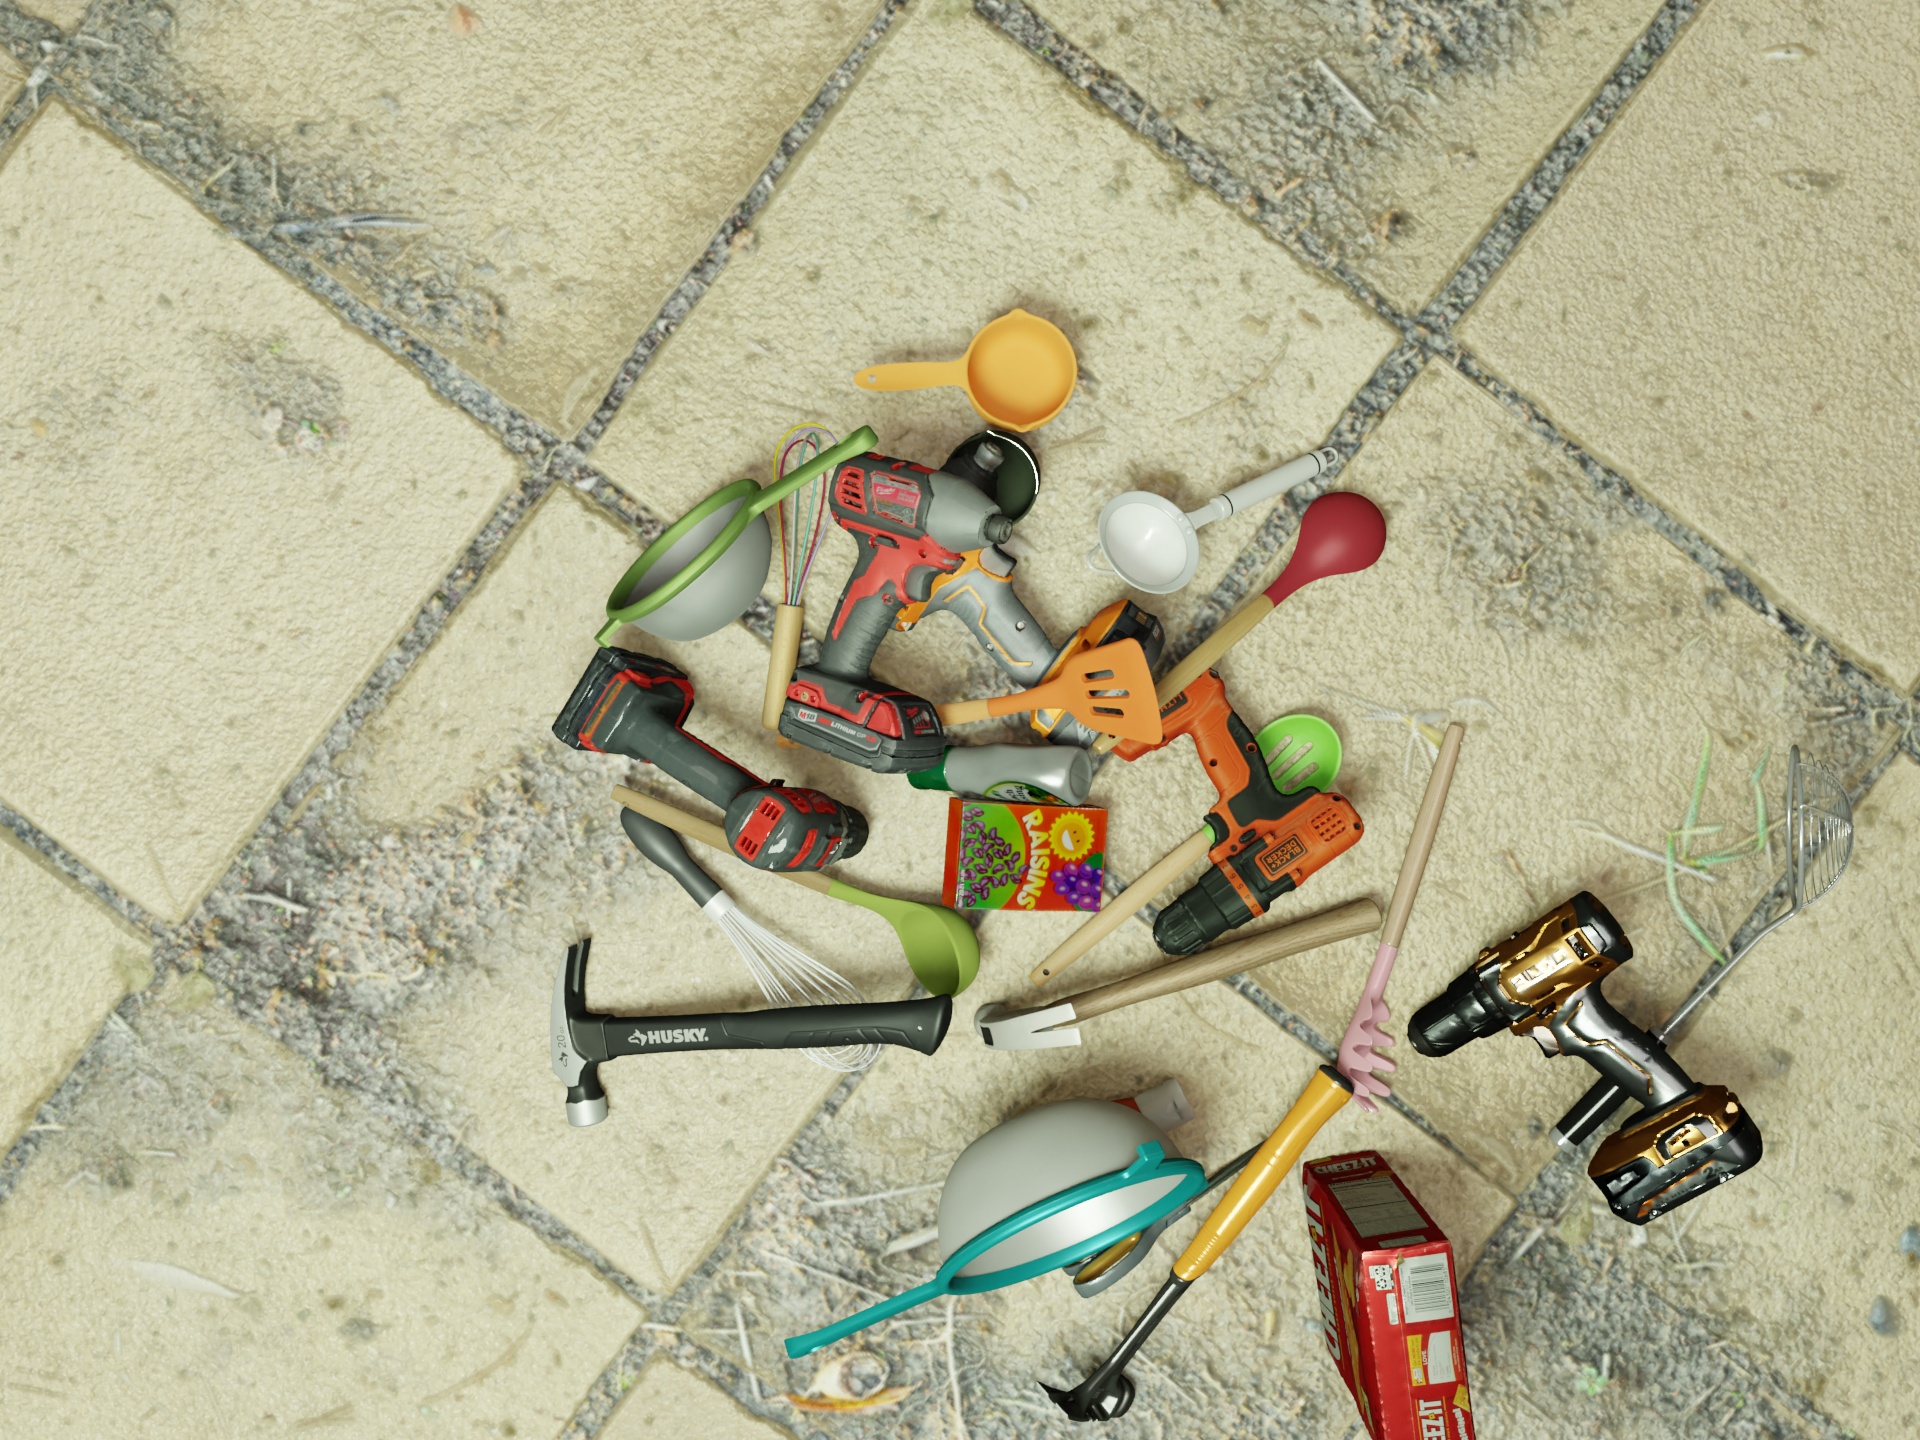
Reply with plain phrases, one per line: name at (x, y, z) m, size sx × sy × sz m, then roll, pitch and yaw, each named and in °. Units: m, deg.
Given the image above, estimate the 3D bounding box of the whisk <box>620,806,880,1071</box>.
whisk at (-0.169, 0.170, 1.264) m, size 0.070 × 0.070 × 0.284 m, roll -44°, pitch 86°, yaw 0°

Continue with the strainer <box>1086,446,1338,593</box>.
strainer at (0.196, -0.161, 1.239) m, size 0.258 × 0.050 × 0.087 m, roll -26°, pitch 81°, yaw -21°

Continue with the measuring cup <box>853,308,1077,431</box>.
measuring cup at (0.004, -0.270, 1.256) m, size 0.173 × 0.052 × 0.095 m, roll -3°, pitch 91°, yaw 1°

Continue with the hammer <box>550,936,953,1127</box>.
hammer at (-0.165, 0.232, 1.221) m, size 0.335 × 0.035 × 0.146 m, roll -7°, pitch 94°, yaw 18°

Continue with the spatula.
spatula at (-0.002, -0.004, 1.207) m, size 0.322 × 0.041 × 0.081 m, roll -9°, pitch 105°, yaw 23°

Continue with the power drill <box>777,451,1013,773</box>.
power drill at (-0.046, -0.078, 1.167) m, size 0.143 × 0.078 × 0.219 m, roll 19°, pitch 100°, yaw 27°

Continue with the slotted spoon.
slotted spoon at (0.177, 0.109, 1.278) m, size 0.314 × 0.031 × 0.070 m, roll -41°, pitch 84°, yaw 2°

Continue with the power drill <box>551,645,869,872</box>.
power drill at (-0.177, 0.040, 1.217) m, size 0.227 × 0.187 × 0.080 m, roll 34°, pitch 95°, yaw 17°

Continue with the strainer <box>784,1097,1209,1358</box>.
strainer at (0.010, 0.366, 1.183) m, size 0.340 × 0.210 × 0.095 m, roll -27°, pitch 62°, yaw 7°

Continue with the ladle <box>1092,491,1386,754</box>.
ladle at (0.219, -0.077, 1.234) m, size 0.315 × 0.031 × 0.069 m, roll -40°, pitch 81°, yaw -14°

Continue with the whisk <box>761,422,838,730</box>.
whisk at (-0.135, -0.114, 1.262) m, size 0.047 × 0.051 × 0.245 m, roll 4°, pitch 97°, yaw -35°

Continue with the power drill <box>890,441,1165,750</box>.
power drill at (0.045, -0.097, 1.226) m, size 0.226 × 0.084 × 0.164 m, roll 37°, pitch 113°, yaw 0°

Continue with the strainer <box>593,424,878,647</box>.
strainer at (-0.149, -0.131, 1.177) m, size 0.256 × 0.152 × 0.069 m, roll -28°, pitch 117°, yaw 26°

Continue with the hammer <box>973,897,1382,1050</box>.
hammer at (0.176, 0.199, 1.248) m, size 0.331 × 0.130 × 0.031 m, roll -16°, pitch 88°, yaw -9°

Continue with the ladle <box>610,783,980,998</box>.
ladle at (-0.131, 0.129, 1.249) m, size 0.320 × 0.078 × 0.062 m, roll 24°, pitch 47°, yaw -3°

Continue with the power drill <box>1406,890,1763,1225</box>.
power drill at (0.475, 0.271, 1.229) m, size 0.185 × 0.084 × 0.226 m, roll -39°, pitch 77°, yaw 23°

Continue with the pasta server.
pasta server at (0.360, 0.157, 1.277) m, size 0.040 × 0.060 × 0.316 m, roll 16°, pitch 88°, yaw 35°

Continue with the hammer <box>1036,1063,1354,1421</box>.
hammer at (0.191, 0.406, 1.239) m, size 0.034 × 0.127 × 0.337 m, roll 38°, pitch 91°, yaw 35°

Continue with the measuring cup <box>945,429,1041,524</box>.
measuring cup at (-0.017, -0.191, 1.265) m, size 0.167 × 0.038 × 0.083 m, roll 0°, pitch 111°, yaw 14°

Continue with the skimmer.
skimmer at (0.574, 0.185, 1.264) m, size 0.090 × 0.127 × 0.363 m, roll 43°, pitch 103°, yaw 21°
